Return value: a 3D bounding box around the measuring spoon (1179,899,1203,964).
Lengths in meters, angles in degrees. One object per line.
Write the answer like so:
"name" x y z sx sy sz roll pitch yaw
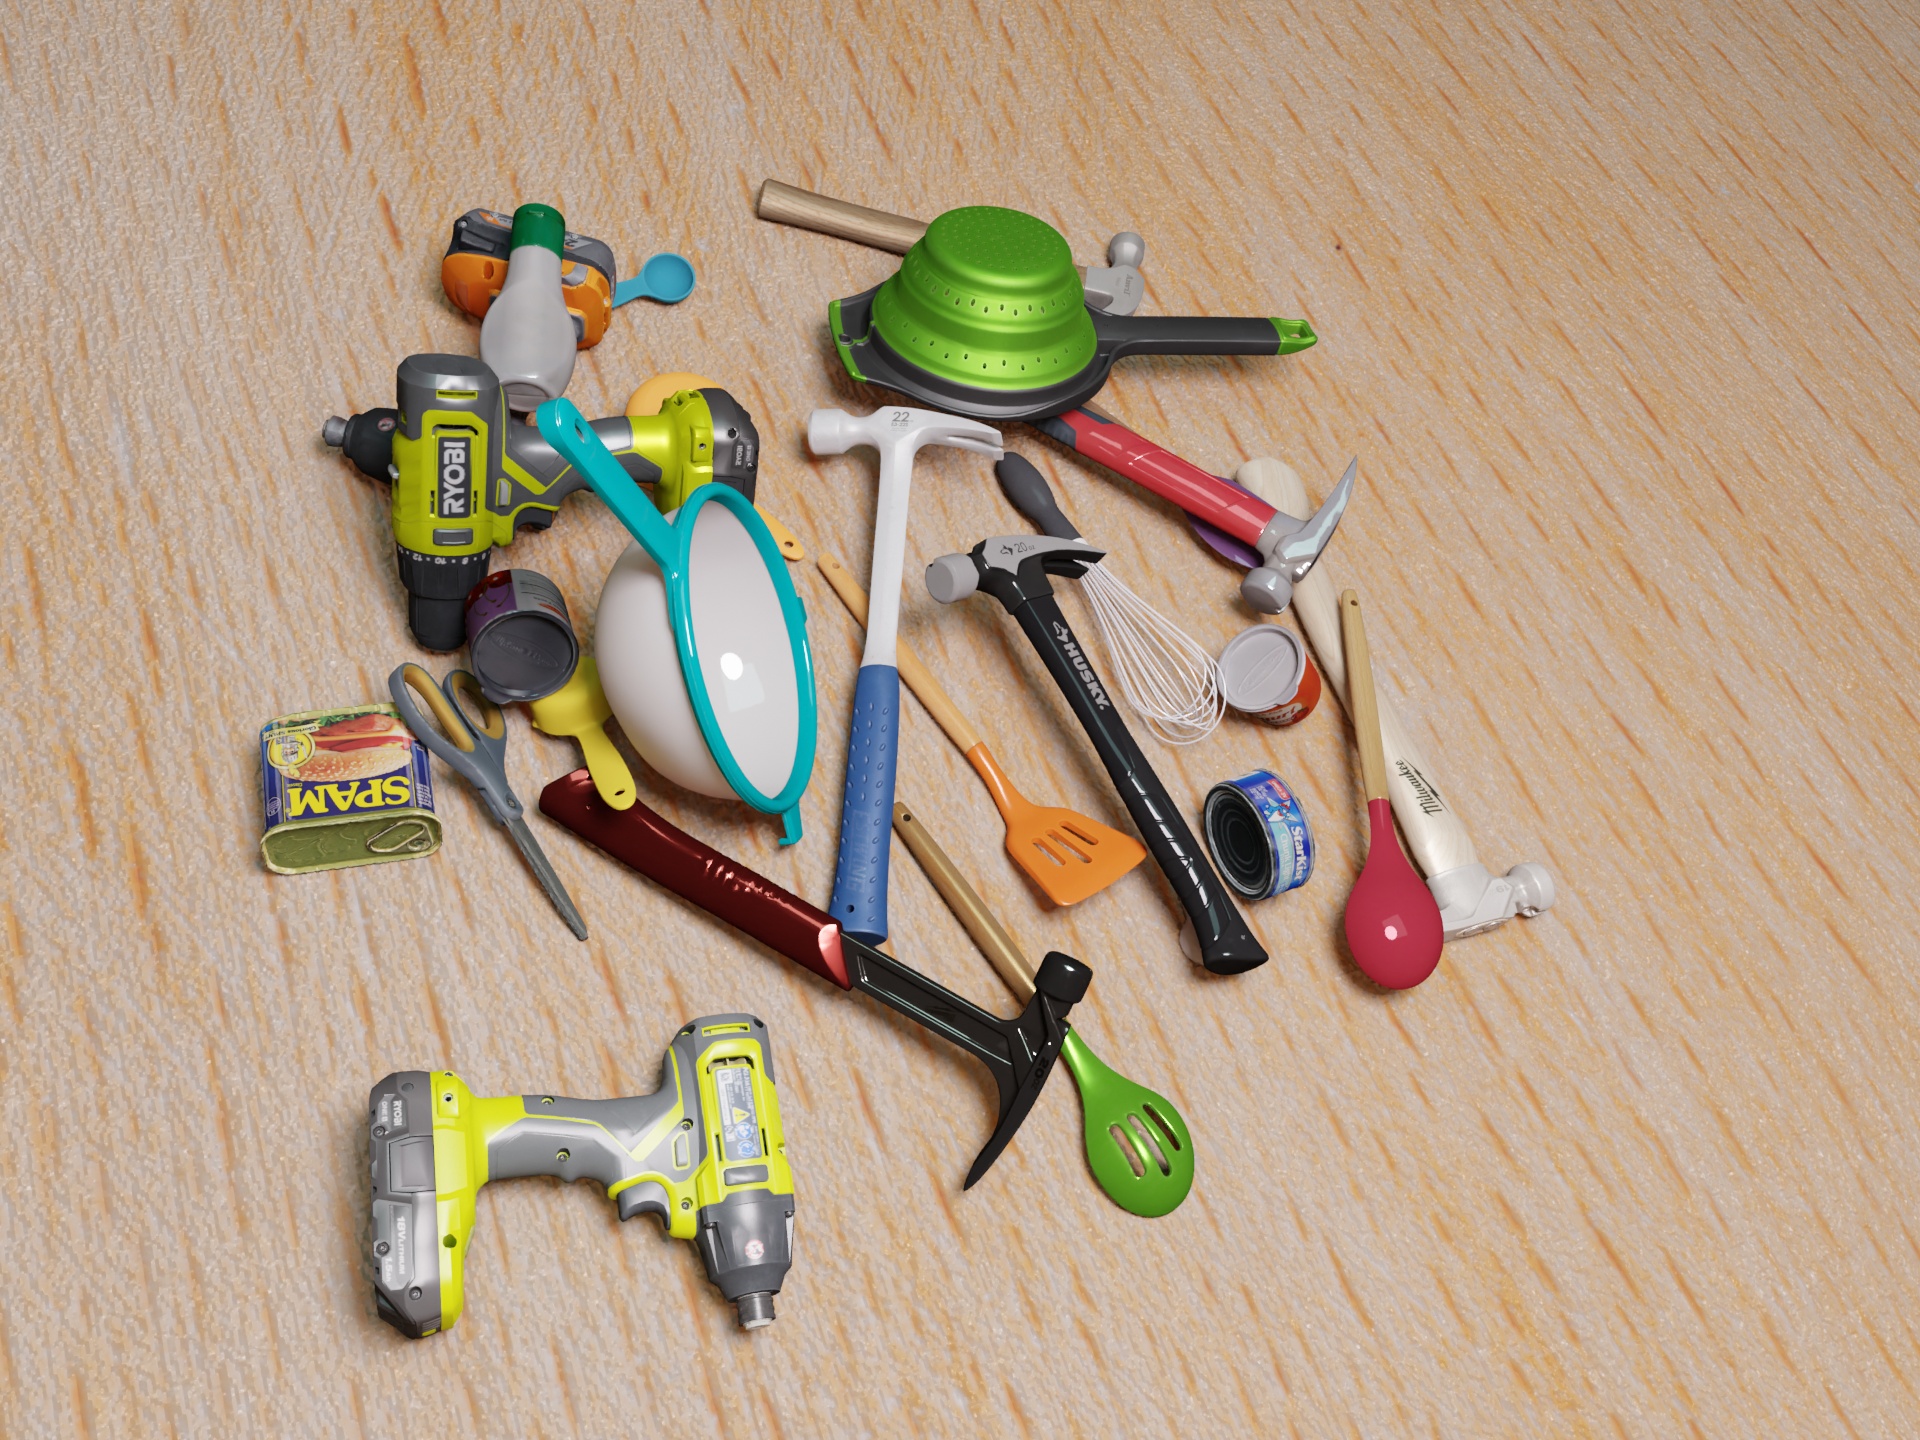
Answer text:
"measuring spoon" 0.157 0.107 1.090 0.034 0.018 0.124 -4 60 -16

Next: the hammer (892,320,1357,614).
"hammer" 0.114 -0.231 1.236 0.386 0.038 0.143 31 70 12

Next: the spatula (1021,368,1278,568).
"spatula" 0.137 -0.216 1.260 0.316 0.018 0.060 39 73 16

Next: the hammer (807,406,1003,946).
"hammer" -0.049 -0.045 1.089 0.144 0.035 0.406 0 64 6

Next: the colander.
"colander" 0.101 -0.327 1.222 0.397 0.094 0.205 -4 47 -15

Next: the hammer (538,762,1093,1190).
"hammer" -0.107 0.135 0.977 0.359 0.036 0.149 27 92 11

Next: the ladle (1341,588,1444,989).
"ladle" 0.292 0.036 1.122 0.069 0.031 0.316 6 58 -8

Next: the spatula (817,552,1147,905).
"spatula" -0.002 -0.004 1.101 0.081 0.041 0.323 -28 69 -30

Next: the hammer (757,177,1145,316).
"hammer" -0.007 -0.395 1.337 0.331 0.031 0.130 13 57 -6

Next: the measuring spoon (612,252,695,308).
"measuring spoon" -0.268 -0.328 1.243 0.128 0.021 0.042 -24 80 -16

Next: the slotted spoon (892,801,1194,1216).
"slotted spoon" 0.045 0.175 1.017 0.070 0.031 0.314 -28 69 -26

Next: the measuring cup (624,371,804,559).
"measuring cup" -0.173 -0.186 1.156 0.174 0.052 0.095 42 59 14

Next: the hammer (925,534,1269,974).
"hammer" 0.109 0.019 1.067 0.146 0.035 0.335 -18 73 -43

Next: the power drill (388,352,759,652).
"power drill" -0.259 -0.140 1.053 0.228 0.190 0.080 -4 29 -27

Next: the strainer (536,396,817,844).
"strainer" -0.190 -0.069 0.958 0.095 0.340 0.211 -11 57 15

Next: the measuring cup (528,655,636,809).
"measuring cup" -0.233 0.005 1.001 0.062 0.029 0.157 -23 38 -14

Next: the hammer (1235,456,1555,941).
"hammer" 0.289 -0.027 1.193 0.146 0.038 0.411 -11 63 -18

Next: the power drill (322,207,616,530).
"power drill" -0.345 -0.252 1.137 0.164 0.084 0.227 13 63 -7

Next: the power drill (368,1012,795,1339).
"power drill" -0.205 0.259 0.875 0.223 0.080 0.171 -2 61 -19

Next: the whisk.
"whisk" 0.105 -0.100 1.178 0.070 0.070 0.285 -21 63 -24
